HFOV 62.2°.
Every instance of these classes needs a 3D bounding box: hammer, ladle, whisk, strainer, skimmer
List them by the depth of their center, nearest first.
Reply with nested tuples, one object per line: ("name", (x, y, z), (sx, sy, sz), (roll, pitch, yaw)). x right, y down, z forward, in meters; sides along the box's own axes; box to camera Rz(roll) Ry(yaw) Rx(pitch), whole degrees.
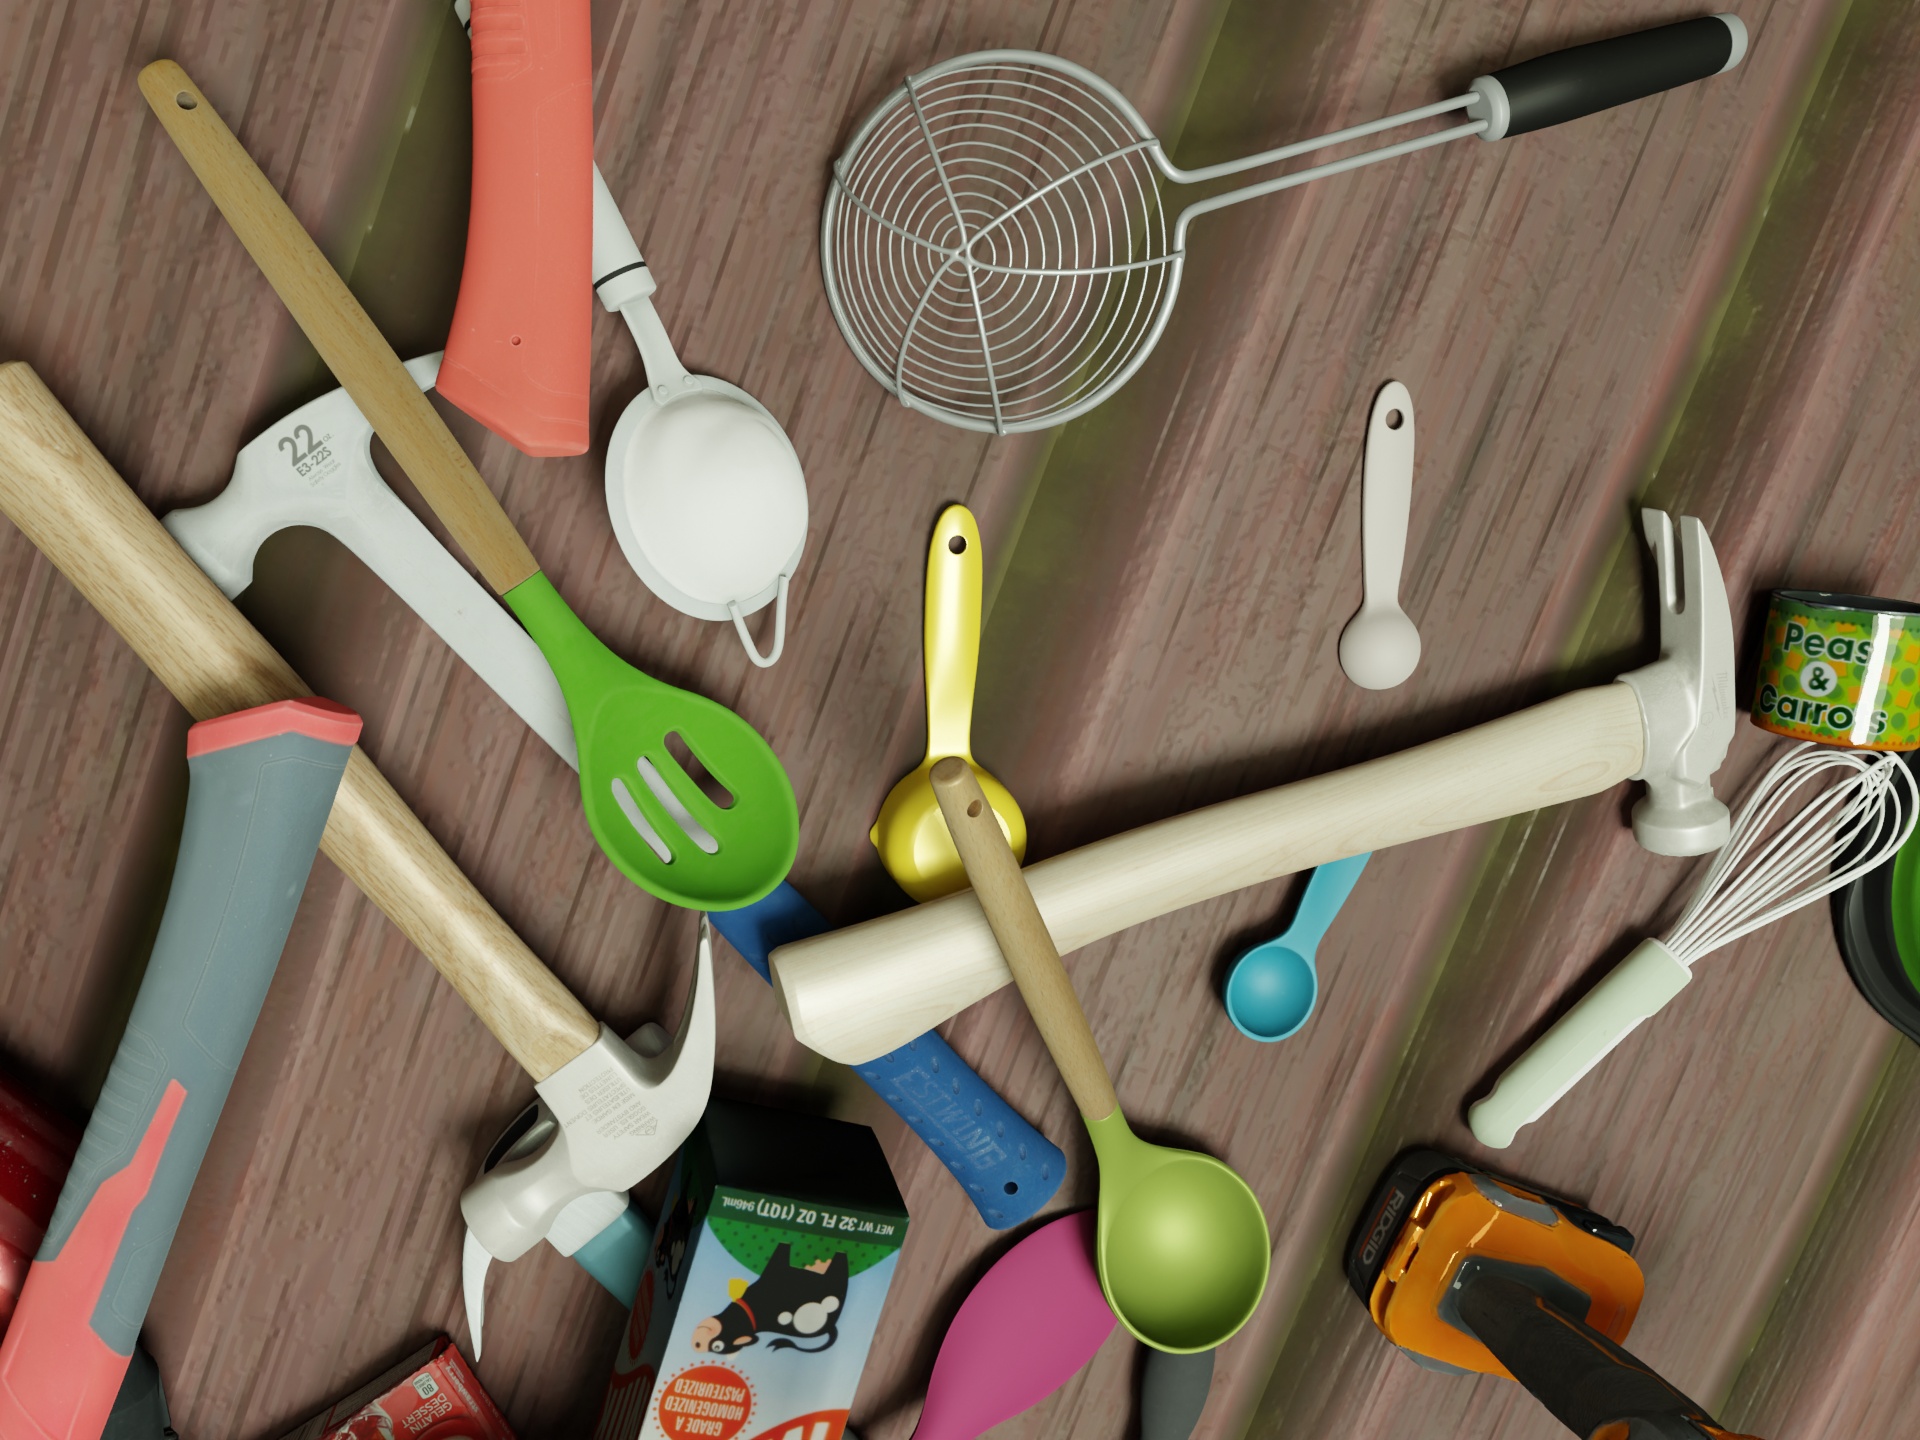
("hammer", (-0.248, 0.180, 0.479), (0.143, 0.038, 0.386), (21, 90, -6))
("hammer", (-0.122, -0.263, 0.486), (0.149, 0.037, 0.359), (-1, 94, -13))
("hammer", (-0.199, 0.027, 0.521), (0.130, 0.031, 0.331), (-36, 108, -1))
("strainer", (-0.109, -0.138, 0.534), (0.087, 0.050, 0.258), (-35, 104, -42))
("ladle", (0.052, 0.130, 0.574), (0.078, 0.062, 0.319), (-42, 134, -21))
("hammer", (-0.094, 0.043, 0.585), (0.144, 0.035, 0.405), (-42, 108, -2))
("skimmer", (0.128, -0.207, 0.589), (0.363, 0.090, 0.127), (-21, 104, -19))
("hammer", (0.125, 0.034, 0.613), (0.410, 0.038, 0.146), (-16, 109, -15))
("hammer", (-0.074, 0.279, 0.643), (0.128, 0.033, 0.330), (-37, 108, -4))
("whisk", (0.073, 0.385, 0.695), (0.070, 0.070, 0.284), (10, 94, -16))
("whisk", (0.316, 0.099, 0.695), (0.246, 0.057, 0.059), (-44, 70, 3))

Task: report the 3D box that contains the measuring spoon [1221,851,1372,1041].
("measuring spoon", (0.146, 0.073, 0.665), (0.042, 0.021, 0.128), (31, 84, -19))

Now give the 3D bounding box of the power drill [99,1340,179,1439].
("power drill", (-0.242, 0.307, 0.542), (0.223, 0.080, 0.171), (16, 101, 17))

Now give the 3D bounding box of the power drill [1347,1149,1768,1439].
("power drill", (0.270, 0.268, 0.623), (0.164, 0.227, 0.084), (23, 96, -18))

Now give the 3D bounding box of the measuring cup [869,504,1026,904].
("measuring cup", (-0.001, -0.002, 0.600), (0.062, 0.029, 0.156), (-2, 104, -14))

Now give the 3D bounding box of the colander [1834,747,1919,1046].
("colander", (0.489, -0.006, 0.687), (0.204, 0.094, 0.397), (-18, 106, -10))

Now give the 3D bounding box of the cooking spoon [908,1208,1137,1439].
("cooking spoon", (-0.041, 0.321, 0.627), (0.319, 0.017, 0.068), (-42, 112, -19))

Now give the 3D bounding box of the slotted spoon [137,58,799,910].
("slotted spoon", (-0.155, -0.067, 0.511), (0.070, 0.031, 0.313), (-43, 108, -31))

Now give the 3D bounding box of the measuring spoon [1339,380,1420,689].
("measuring spoon", (0.172, -0.072, 0.634), (0.034, 0.018, 0.124), (-3, 103, -13))
